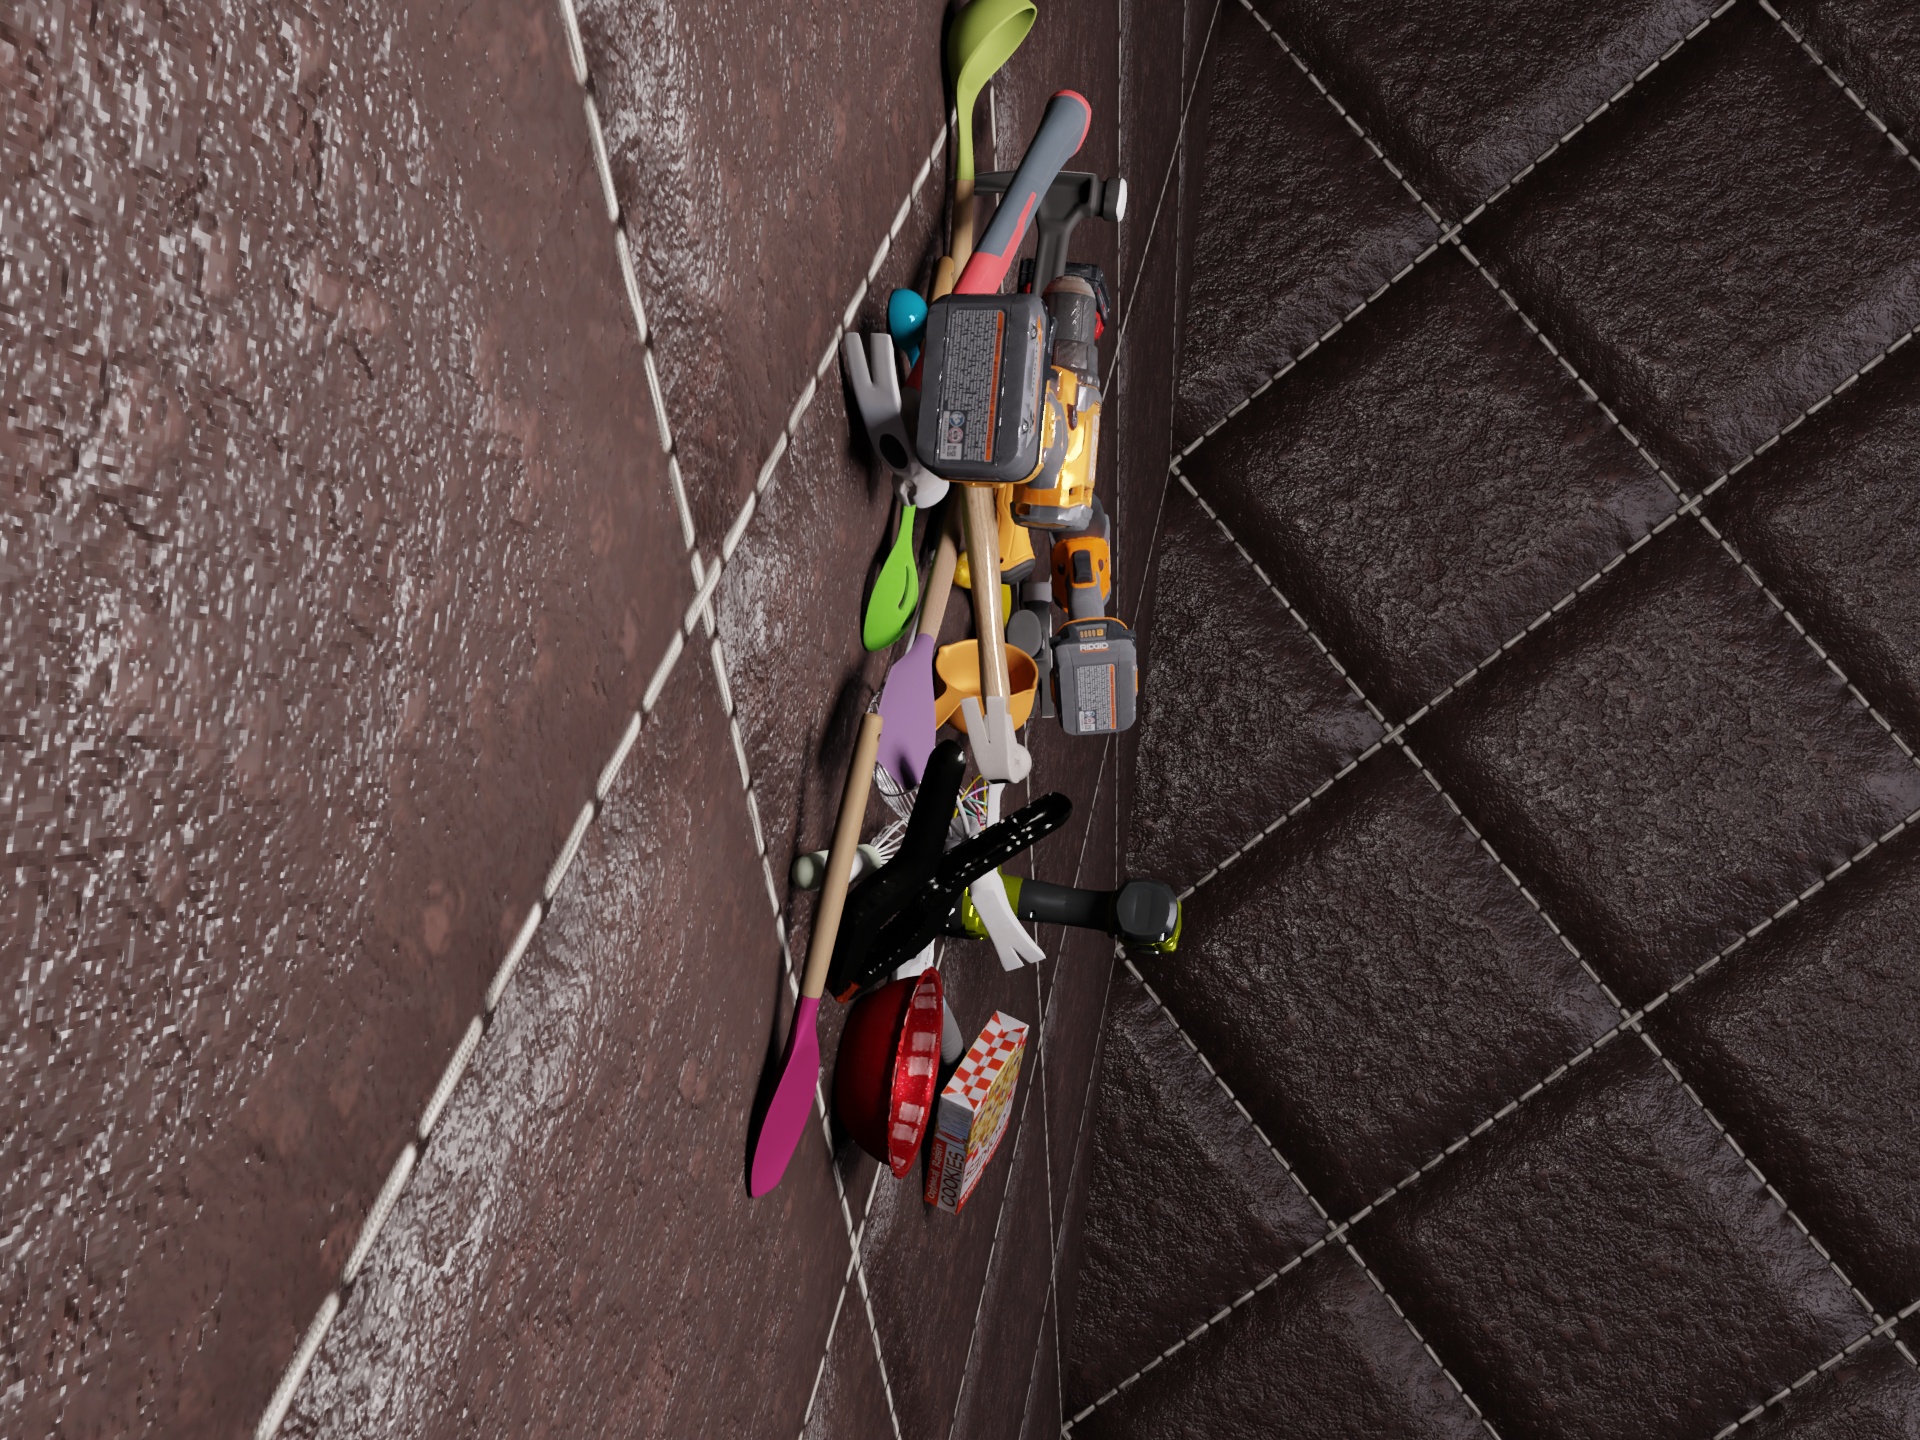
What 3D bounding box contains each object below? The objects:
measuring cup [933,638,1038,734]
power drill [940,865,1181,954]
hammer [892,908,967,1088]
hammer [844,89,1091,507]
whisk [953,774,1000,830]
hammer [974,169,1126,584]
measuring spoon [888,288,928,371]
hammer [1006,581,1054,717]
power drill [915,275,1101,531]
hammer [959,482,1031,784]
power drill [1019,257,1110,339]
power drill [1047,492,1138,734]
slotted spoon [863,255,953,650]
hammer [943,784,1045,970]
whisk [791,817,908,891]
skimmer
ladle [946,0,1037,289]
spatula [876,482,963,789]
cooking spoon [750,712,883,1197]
[{"bbox_3d":[-0.002,-0.004,1.332,0.174,0.095,0.052,-43,149,-44],"label":"measuring cup"},{"bbox_3d":[0.094,0.177,1.489,0.171,0.223,0.080,55,43,-72],"label":"power drill"},{"bbox_3d":[-0.022,0.271,1.457,0.330,0.033,0.128,77,24,-59],"label":"hammer"},{"bbox_3d":[0.017,-0.338,1.133,0.143,0.038,0.387,69,37,-50],"label":"hammer"},{"bbox_3d":[0.022,0.091,1.551,0.245,0.051,0.047,57,35,-76],"label":"whisk"},{"bbox_3d":[0.048,-0.276,1.274,0.034,0.127,0.337,32,66,-79],"label":"hammer"},{"bbox_3d":[-0.021,-0.250,1.140,0.042,0.021,0.128,-67,147,-43],"label":"measuring spoon"},{"bbox_3d":[0.071,-0.072,1.581,0.335,0.035,0.146,-19,108,-85],"label":"hammer"},{"bbox_3d":[0.047,-0.233,1.094,0.226,0.084,0.185,3,92,-70],"label":"power drill"},{"bbox_3d":[0.017,-0.118,1.177,0.130,0.031,0.331,13,72,-80],"label":"hammer"},{"bbox_3d":[0.089,-0.329,1.567,0.143,0.078,0.220,27,72,-77],"label":"power drill"},{"bbox_3d":[0.122,-0.117,1.555,0.164,0.084,0.227,82,4,-50],"label":"power drill"},{"bbox_3d":[-0.032,-0.201,1.173,0.070,0.031,0.314,53,43,-71],"label":"slotted spoon"},{"bbox_3d":[0.031,0.060,1.384,0.406,0.035,0.144,-85,152,-65],"label":"hammer"},{"bbox_3d":[-0.064,0.101,1.132,0.246,0.059,0.058,4,93,-73],"label":"whisk"},{"bbox_3d":[-0.002,-0.075,1.222,0.127,0.090,0.364,74,25,-52],"label":"skimmer"},{"bbox_3d":[0.013,-0.385,1.218,0.078,0.062,0.320,-43,142,-61],"label":"ladle"},{"bbox_3d":[-0.020,-0.073,1.138,0.059,0.018,0.316,48,35,-32],"label":"spatula"},{"bbox_3d":[-0.091,0.150,1.015,0.068,0.017,0.319,2,103,-69],"label":"cooking spoon"}]
